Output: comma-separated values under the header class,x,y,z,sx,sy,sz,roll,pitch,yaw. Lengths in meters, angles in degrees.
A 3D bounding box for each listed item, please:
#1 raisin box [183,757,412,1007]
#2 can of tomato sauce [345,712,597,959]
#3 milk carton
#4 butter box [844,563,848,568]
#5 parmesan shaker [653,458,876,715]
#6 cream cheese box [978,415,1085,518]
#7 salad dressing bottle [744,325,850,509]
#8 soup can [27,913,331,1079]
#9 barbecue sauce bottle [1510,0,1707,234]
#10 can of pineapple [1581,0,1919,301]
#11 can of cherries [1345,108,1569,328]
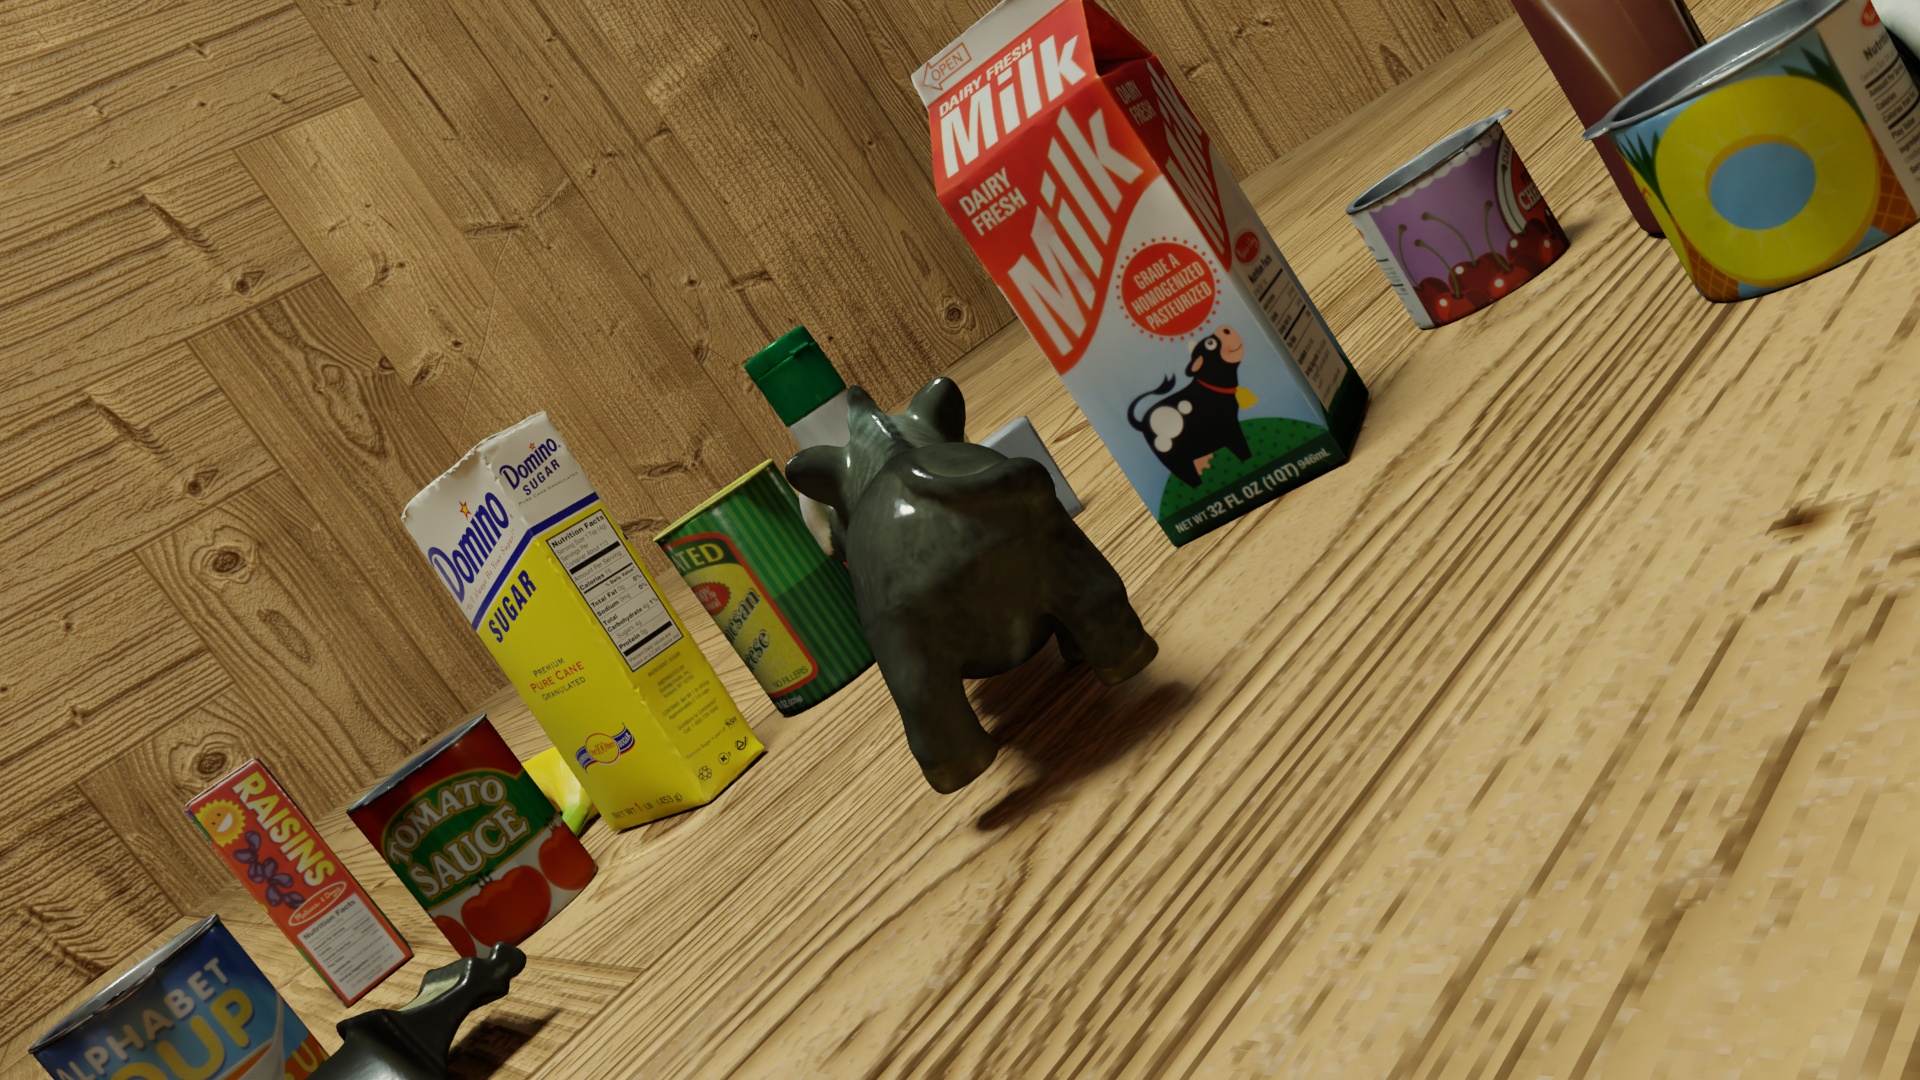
class,x,y,z,sx,sy,sz,roll,pitch,yaw
raisin box,-0.330,0.167,0.692,0.040,0.123,0.086,-38,9,-25
can of tomato sauce,-0.204,0.126,0.584,0.071,0.083,0.071,-33,8,6
milk carton,0.060,-0.102,0.491,0.072,0.190,0.074,-29,9,31
butter box,-0.064,0.005,0.836,0.103,0.053,0.024,-34,8,2
parmesan shaker,-0.085,0.022,0.647,0.071,0.103,0.071,-33,8,6
cream cheese box,0.002,-0.008,0.654,0.104,0.053,0.024,-35,8,-8
salad dressing bottle,-0.050,-0.036,0.690,0.064,0.147,0.044,-40,9,-34
soup can,-0.259,0.182,0.474,0.071,0.083,0.071,-33,8,6
barbecue sauce bottle,0.213,-0.175,0.461,0.043,0.148,0.065,-31,8,19
can of pineapple,0.214,-0.104,0.370,0.071,0.058,0.071,-33,8,6
can of cherries,0.200,-0.127,0.554,0.071,0.058,0.071,-33,8,6
